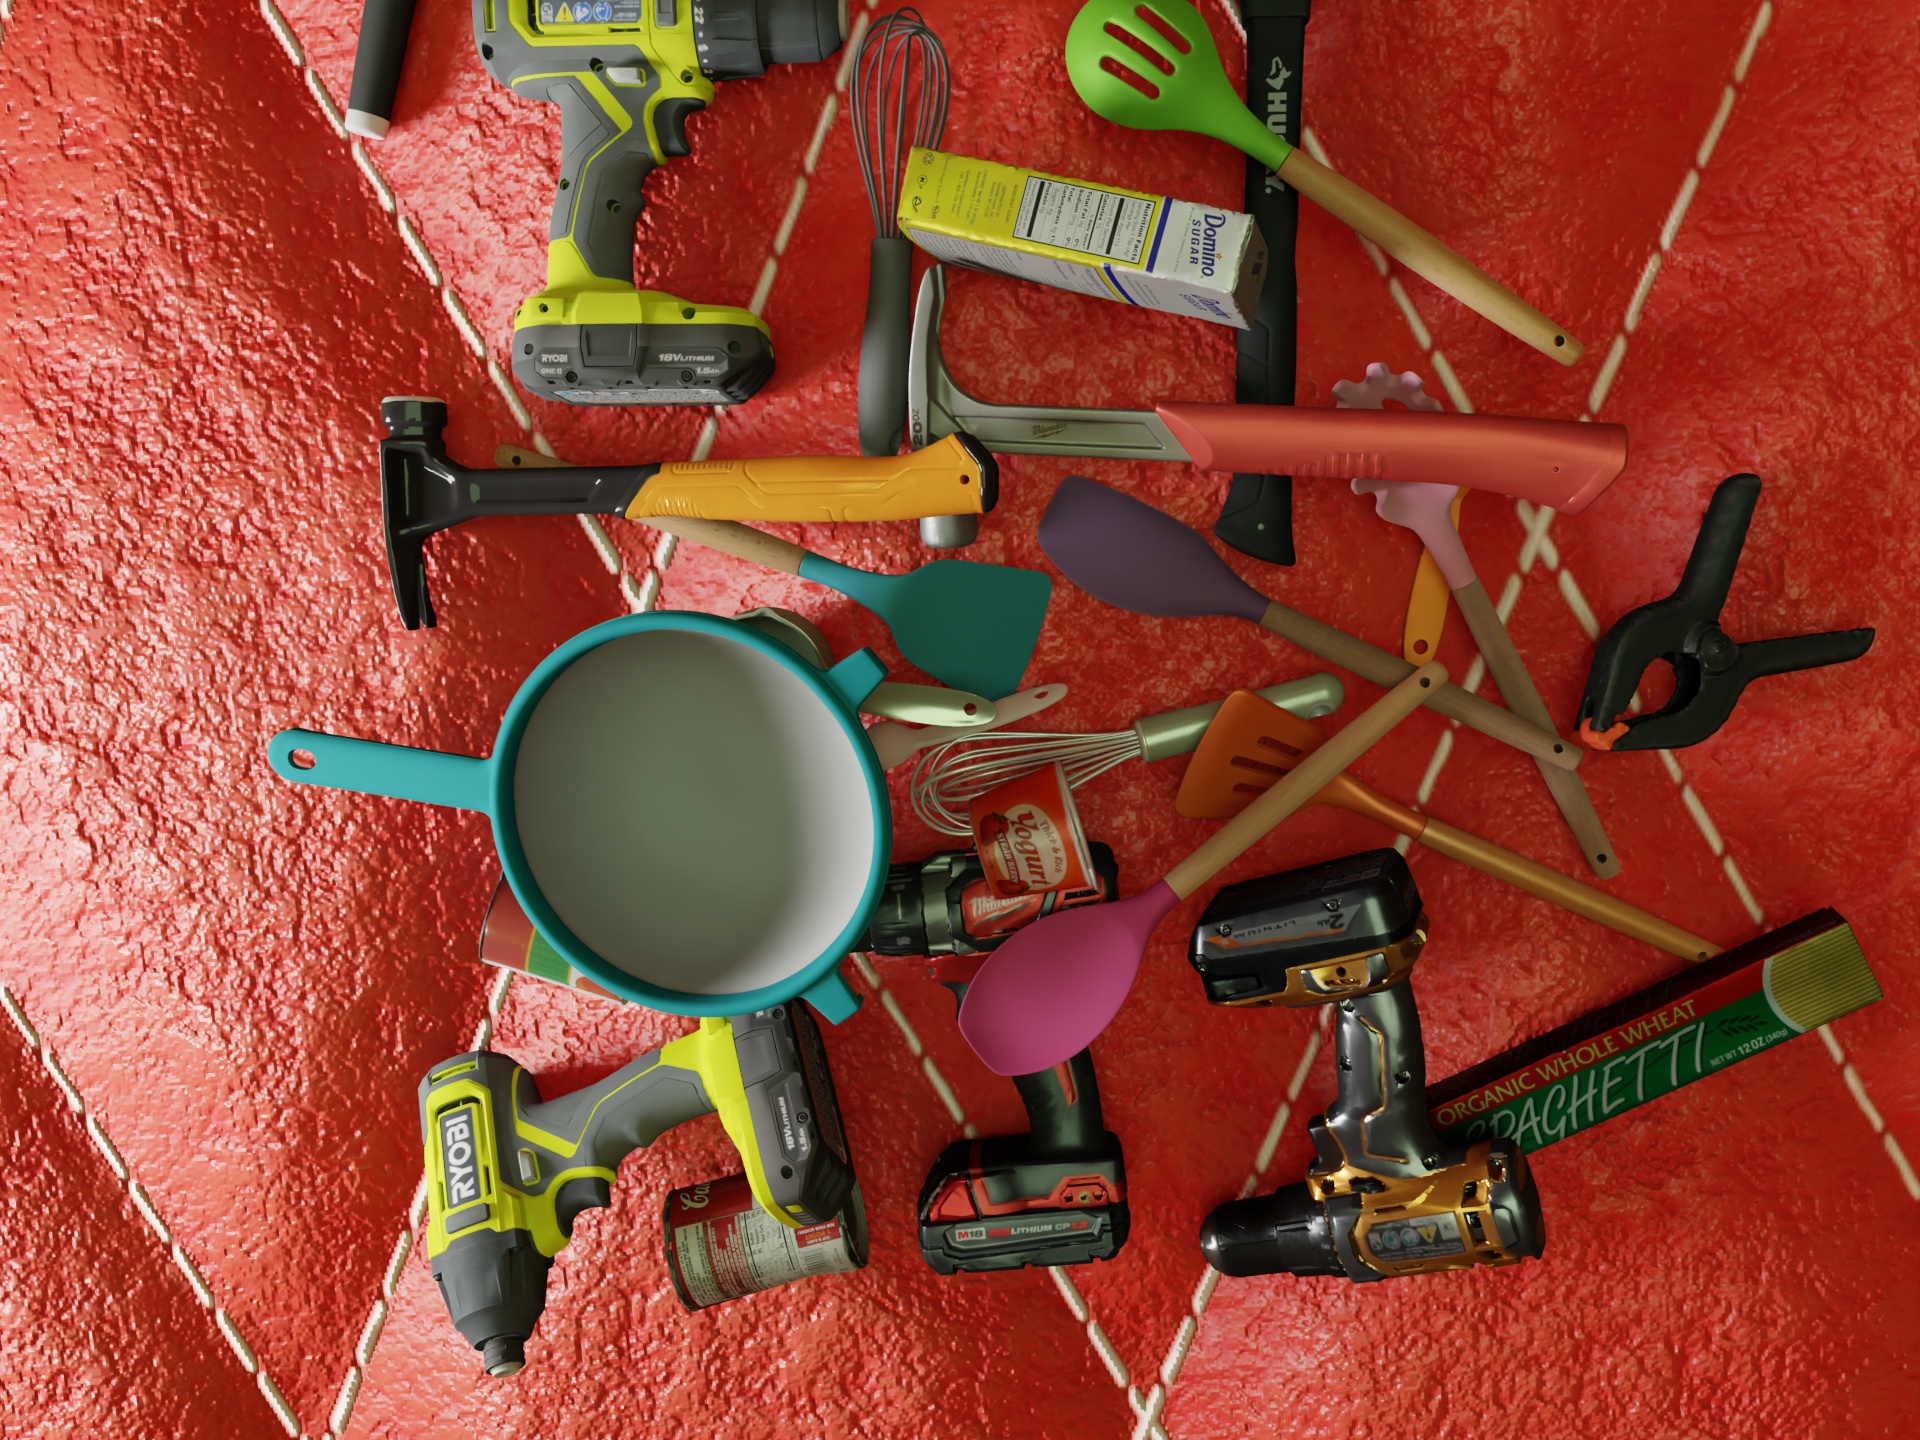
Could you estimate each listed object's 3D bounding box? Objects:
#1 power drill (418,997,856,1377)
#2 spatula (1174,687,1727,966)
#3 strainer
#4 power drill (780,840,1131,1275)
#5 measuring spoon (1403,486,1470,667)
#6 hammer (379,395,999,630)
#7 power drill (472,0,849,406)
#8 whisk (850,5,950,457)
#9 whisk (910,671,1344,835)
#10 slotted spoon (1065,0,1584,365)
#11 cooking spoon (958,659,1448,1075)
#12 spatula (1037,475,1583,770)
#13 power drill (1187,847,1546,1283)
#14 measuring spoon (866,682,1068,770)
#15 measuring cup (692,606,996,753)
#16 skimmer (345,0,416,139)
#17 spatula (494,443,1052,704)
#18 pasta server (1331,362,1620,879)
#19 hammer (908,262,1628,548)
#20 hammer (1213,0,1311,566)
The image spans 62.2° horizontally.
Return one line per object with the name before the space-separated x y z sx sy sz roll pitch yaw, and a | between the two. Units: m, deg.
power drill | -0.179 0.240 0.863 0.223 0.080 0.171 -20 57 2
spatula | 0.276 0.073 0.875 0.322 0.041 0.081 23 110 -2
strainer | -0.191 0.031 0.842 0.340 0.095 0.211 8 105 11
power drill | 0.003 0.181 0.882 0.188 0.080 0.226 -5 93 2
measuring spoon | 0.262 -0.083 0.874 0.021 0.011 0.117 10 96 1
hammer | -0.147 -0.115 0.848 0.337 0.034 0.127 -1 96 9
power drill | -0.154 -0.286 0.839 0.190 0.080 0.228 0 93 2
whisk | -0.037 -0.255 0.853 0.055 0.055 0.239 4 100 2
whisk | 0.092 0.013 0.876 0.246 0.057 0.059 -15 62 -1
slotted spoon | 0.189 -0.275 0.816 0.313 0.031 0.070 34 99 -2
cooking spoon | 0.131 0.073 0.837 0.319 0.017 0.069 -39 78 -1
spatula | 0.188 -0.046 0.865 0.316 0.018 0.060 26 86 6
power drill | 0.194 0.200 0.865 0.185 0.084 0.226 -18 96 25
measuring spoon | -0.001 -0.003 0.875 0.124 0.034 0.018 -18 126 10
measuring cup | -0.061 -0.019 0.873 0.167 0.038 0.083 8 106 6
skimmer | -0.301 -0.494 0.816 0.127 0.090 0.363 19 100 33
spatula | -0.109 -0.094 0.884 0.317 0.044 0.082 21 98 5
pasta server | 0.284 -0.048 0.857 0.060 0.040 0.316 -26 99 21
hammer | 0.150 -0.154 0.815 0.359 0.037 0.149 5 111 12
hammer | 0.171 -0.250 0.850 0.146 0.035 0.335 1 96 3
